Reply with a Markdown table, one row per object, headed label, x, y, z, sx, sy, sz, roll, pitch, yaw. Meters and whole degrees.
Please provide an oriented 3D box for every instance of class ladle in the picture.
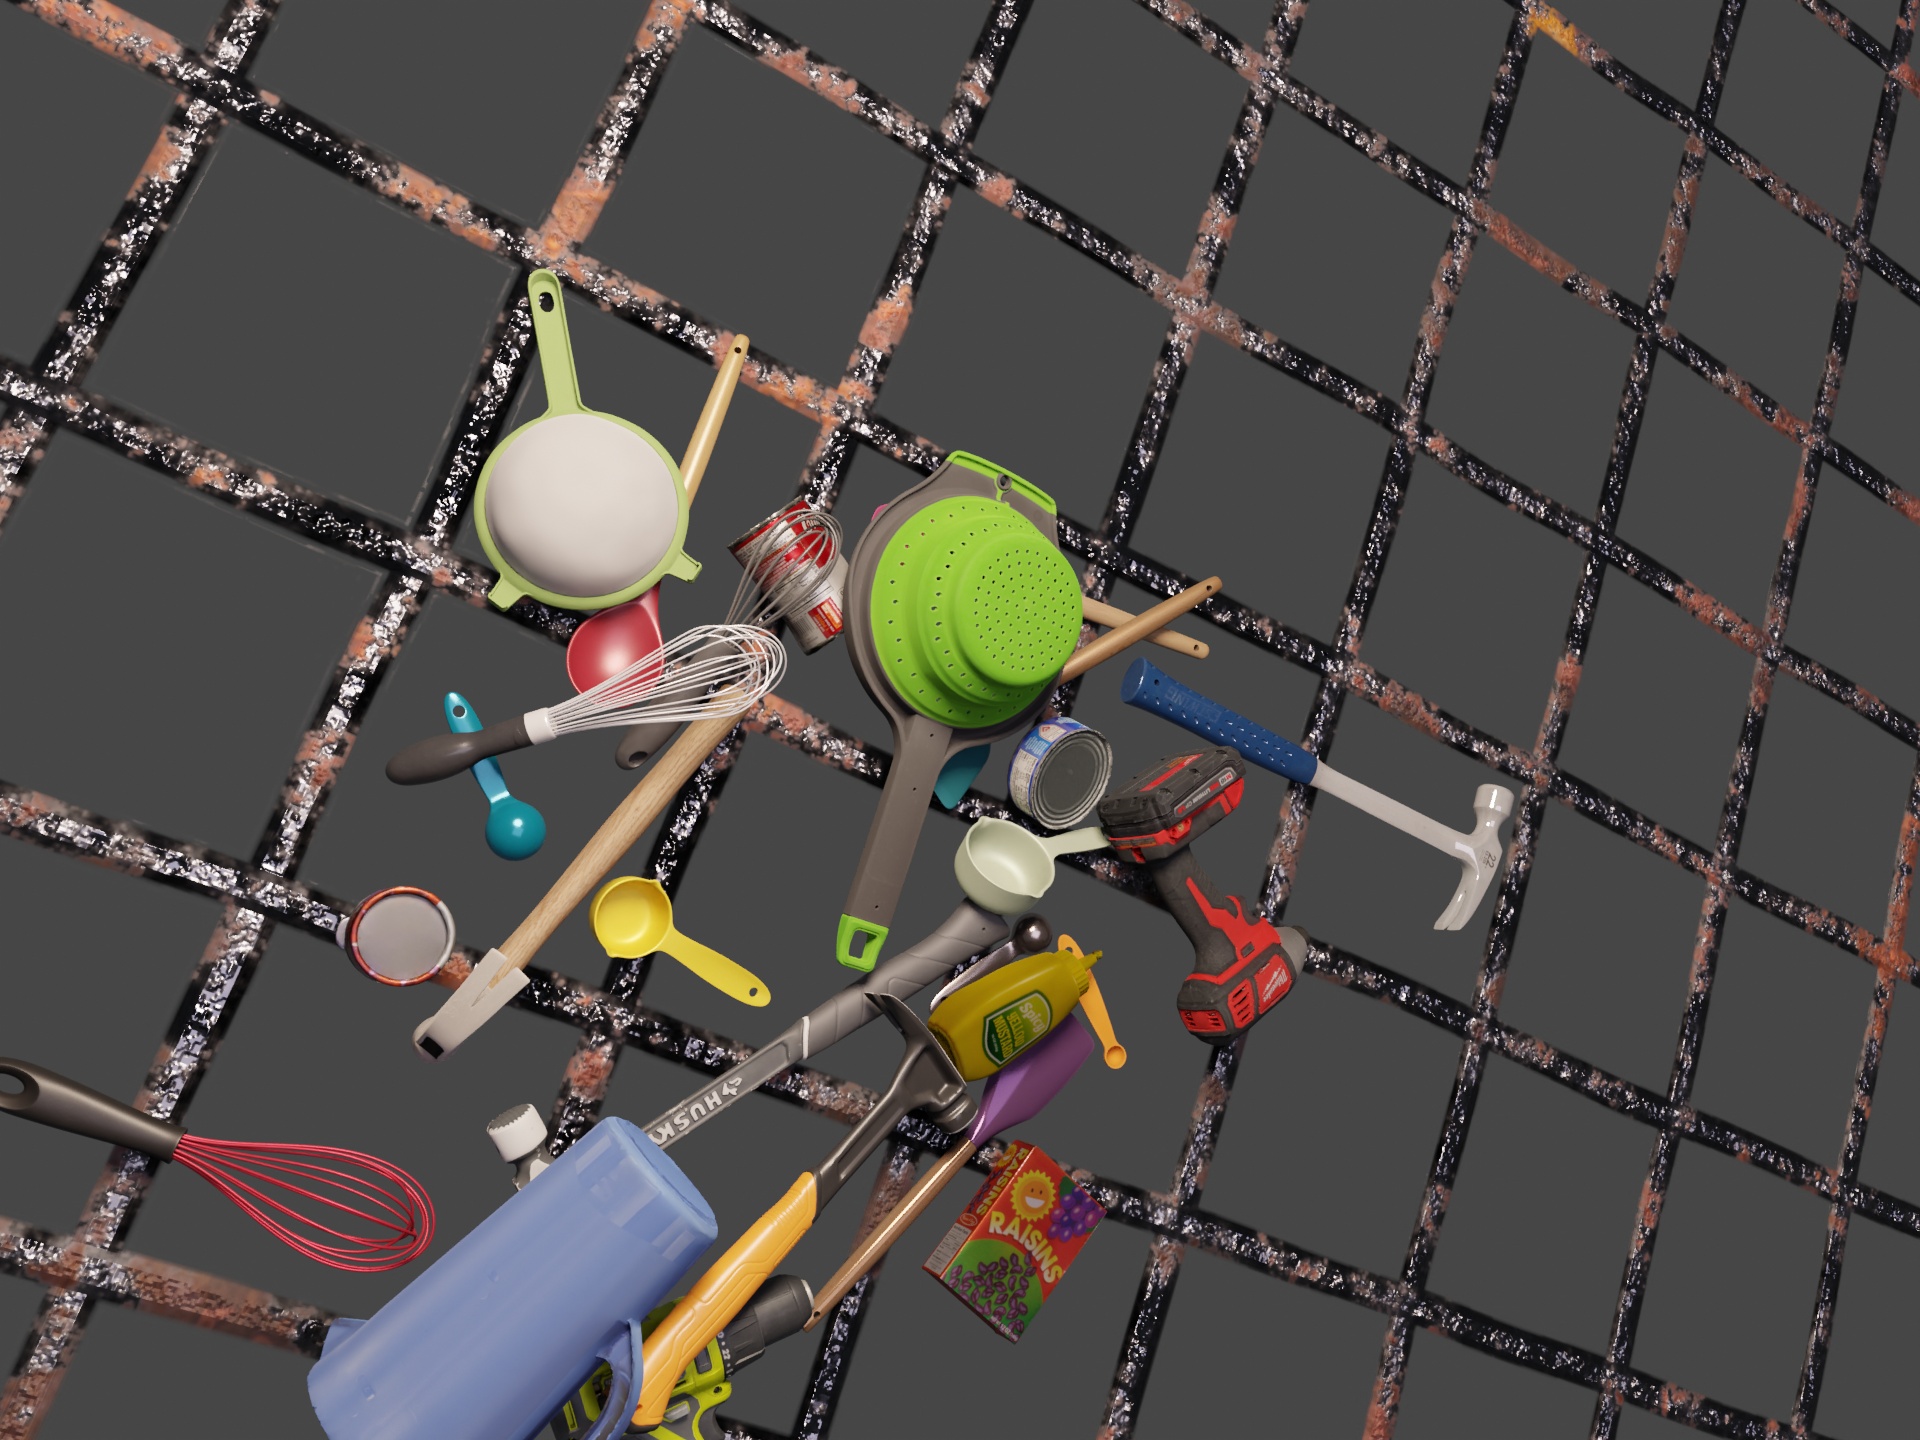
| label | x | y | z | sx | sy | sz | roll | pitch | yaw |
| --- | --- | --- | --- | --- | --- | --- | --- | --- | --- |
| ladle | -0.214 | -0.152 | 1.182 | 0.069 | 0.031 | 0.315 | 22 | 73 | -13 |

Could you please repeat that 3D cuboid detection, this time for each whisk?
| label | x | y | z | sx | sy | sz | roll | pitch | yaw |
| --- | --- | --- | --- | --- | --- | --- | --- | --- | --- |
| whisk | -0.170 | -0.056 | 1.139 | 0.055 | 0.055 | 0.239 | 39 | 96 | -15 |
| whisk | -0.473 | 0.276 | 1.000 | 0.295 | 0.073 | 0.073 | 26 | 74 | -13 |
| whisk | -0.257 | -0.007 | 1.089 | 0.284 | 0.070 | 0.070 | -17 | 91 | -2 |

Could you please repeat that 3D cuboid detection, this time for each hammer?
| label | x | y | z | sx | sy | sz | roll | pitch | yaw |
| --- | --- | --- | --- | --- | --- | --- | --- | --- | --- |
| hammer | -0.252 | 0.096 | 1.100 | 0.031 | 0.130 | 0.331 | 42 | 61 | -9 |
| hammer | -0.128 | 0.248 | 1.165 | 0.409 | 0.036 | 0.149 | -30 | 101 | -25 |
| hammer | -0.123 | 0.341 | 1.100 | 0.337 | 0.034 | 0.127 | -44 | 112 | -32 |
| hammer | 0.313 | 0.054 | 1.387 | 0.405 | 0.035 | 0.144 | 25 | 74 | -19 |

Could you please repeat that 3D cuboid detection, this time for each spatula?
| label | x | y | z | sx | sy | sz | roll | pitch | yaw |
| --- | --- | --- | --- | --- | --- | --- | --- | --- | --- |
| spatula | 0.092 | -0.040 | 1.286 | 0.317 | 0.044 | 0.082 | -31 | 99 | -18 |
| spatula | -0.012 | 0.340 | 1.217 | 0.316 | 0.018 | 0.059 | -44 | 99 | -23 |

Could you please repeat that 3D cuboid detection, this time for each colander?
| label | x | y | z | sx | sy | sz | roll | pitch | yaw |
| --- | --- | --- | --- | --- | --- | --- | --- | --- | --- |
| colander | -0.002 | -0.004 | 1.167 | 0.204 | 0.094 | 0.397 | 22 | 81 | -30 |

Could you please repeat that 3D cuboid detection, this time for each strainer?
| label | x | y | z | sx | sy | sz | roll | pitch | yaw |
| --- | --- | --- | --- | --- | --- | --- | --- | --- | --- |
| strainer | -0.277 | -0.209 | 1.127 | 0.151 | 0.069 | 0.256 | -10 | 82 | -14 |

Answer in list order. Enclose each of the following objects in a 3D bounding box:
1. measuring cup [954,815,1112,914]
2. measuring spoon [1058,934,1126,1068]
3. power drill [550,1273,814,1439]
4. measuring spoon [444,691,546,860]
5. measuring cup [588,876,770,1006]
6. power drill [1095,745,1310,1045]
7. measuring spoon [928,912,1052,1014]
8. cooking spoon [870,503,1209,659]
| label | x | y | z | sx | sy | sz | roll | pitch | yaw |
| --- | --- | --- | --- | --- | --- | --- | --- | --- | --- |
| measuring cup | 0.064 | 0.112 | 1.268 | 0.167 | 0.038 | 0.083 | -8 | 51 | -43 |
| measuring spoon | 0.104 | 0.228 | 1.289 | 0.021 | 0.011 | 0.117 | -24 | 90 | -25 |
| power drill | -0.169 | 0.511 | 1.095 | 0.190 | 0.080 | 0.228 | -16 | 87 | -24 |
| measuring spoon | -0.328 | 0.038 | 1.110 | 0.042 | 0.021 | 0.128 | -26 | 94 | -24 |
| measuring cup | -0.202 | 0.166 | 1.155 | 0.156 | 0.029 | 0.062 | 38 | 74 | -28 |
| power drill | 0.211 | 0.139 | 1.306 | 0.143 | 0.078 | 0.219 | -29 | 100 | -36 |
| measuring spoon | 0.026 | 0.194 | 1.251 | 0.124 | 0.018 | 0.034 | -35 | 98 | -23 |
| cooking spoon | 0.069 | -0.105 | 1.307 | 0.318 | 0.017 | 0.069 | 19 | 80 | -20 |
